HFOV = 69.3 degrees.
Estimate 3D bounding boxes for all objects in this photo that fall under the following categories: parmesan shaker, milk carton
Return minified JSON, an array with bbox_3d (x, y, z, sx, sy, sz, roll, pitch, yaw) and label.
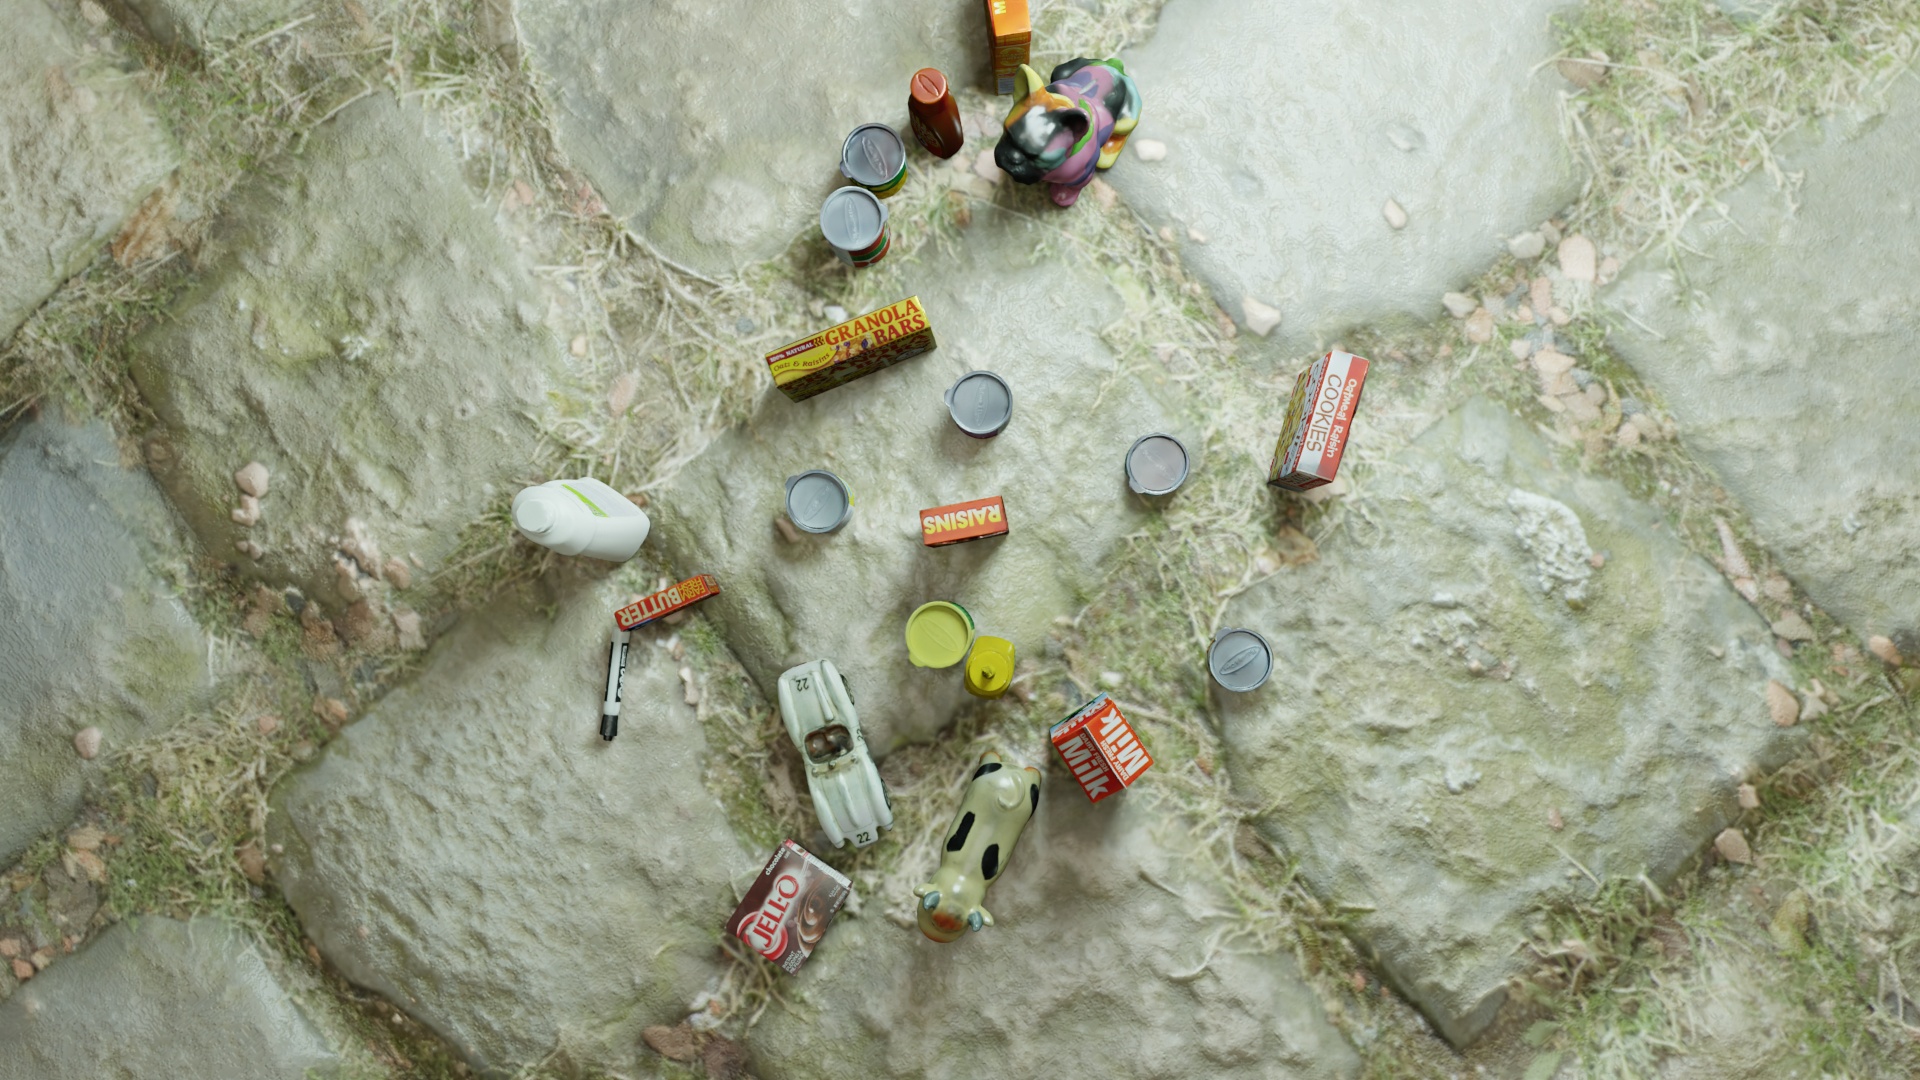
[{"bbox_3d":[-0.022,0.097,1.427,0.071,0.103,0.071,0,88,2],"label":"parmesan shaker"},{"bbox_3d":[0.138,0.204,1.373,0.073,0.190,0.072,-34,87,1],"label":"milk carton"}]

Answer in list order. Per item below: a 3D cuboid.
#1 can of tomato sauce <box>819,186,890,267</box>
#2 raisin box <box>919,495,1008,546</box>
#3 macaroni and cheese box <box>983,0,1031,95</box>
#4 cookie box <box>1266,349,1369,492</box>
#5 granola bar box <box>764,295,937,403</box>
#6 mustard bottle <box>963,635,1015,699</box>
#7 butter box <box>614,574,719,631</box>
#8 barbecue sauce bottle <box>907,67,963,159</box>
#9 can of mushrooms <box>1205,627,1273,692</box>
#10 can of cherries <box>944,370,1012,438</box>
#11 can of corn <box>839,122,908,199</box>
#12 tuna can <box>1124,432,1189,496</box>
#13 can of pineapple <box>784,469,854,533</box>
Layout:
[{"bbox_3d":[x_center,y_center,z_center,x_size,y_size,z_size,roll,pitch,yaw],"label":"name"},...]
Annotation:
[{"bbox_3d":[-0.107,-0.328,1.457,0.071,0.083,0.071,0,88,2],"label":"can of tomato sauce"},{"bbox_3d":[0.005,-0.018,1.421,0.086,0.123,0.040,-10,88,2],"label":"raisin box"},{"bbox_3d":[0.045,-0.543,1.418,0.040,0.166,0.123,-8,88,2],"label":"macaroni and cheese box"},{"bbox_3d":[0.356,-0.115,1.389,0.040,0.167,0.123,17,89,3],"label":"cookie box"},{"bbox_3d":[-0.110,-0.196,1.432,0.165,0.124,0.039,-21,88,1],"label":"granola bar box"},{"bbox_3d":[0.029,0.131,1.395,0.049,0.160,0.065,12,89,3],"label":"mustard bottle"},{"bbox_3d":[-0.309,0.066,1.464,0.103,0.053,0.024,-23,88,1],"label":"butter box"},{"bbox_3d":[-0.028,-0.442,1.426,0.043,0.148,0.065,-43,87,1],"label":"barbecue sauce bottle"},{"bbox_3d":[0.290,0.122,1.449,0.071,0.033,0.071,0,88,2],"label":"can of mushrooms"},{"bbox_3d":[0.020,-0.143,1.458,0.071,0.058,0.071,0,88,2],"label":"can of cherries"},{"bbox_3d":[-0.092,-0.400,1.472,0.071,0.058,0.071,0,88,2],"label":"can of corn"},{"bbox_3d":[0.205,-0.078,1.461,0.071,0.033,0.071,0,88,2],"label":"tuna can"},{"bbox_3d":[-0.148,-0.042,1.460,0.071,0.058,0.071,0,88,2],"label":"can of pineapple"}]
